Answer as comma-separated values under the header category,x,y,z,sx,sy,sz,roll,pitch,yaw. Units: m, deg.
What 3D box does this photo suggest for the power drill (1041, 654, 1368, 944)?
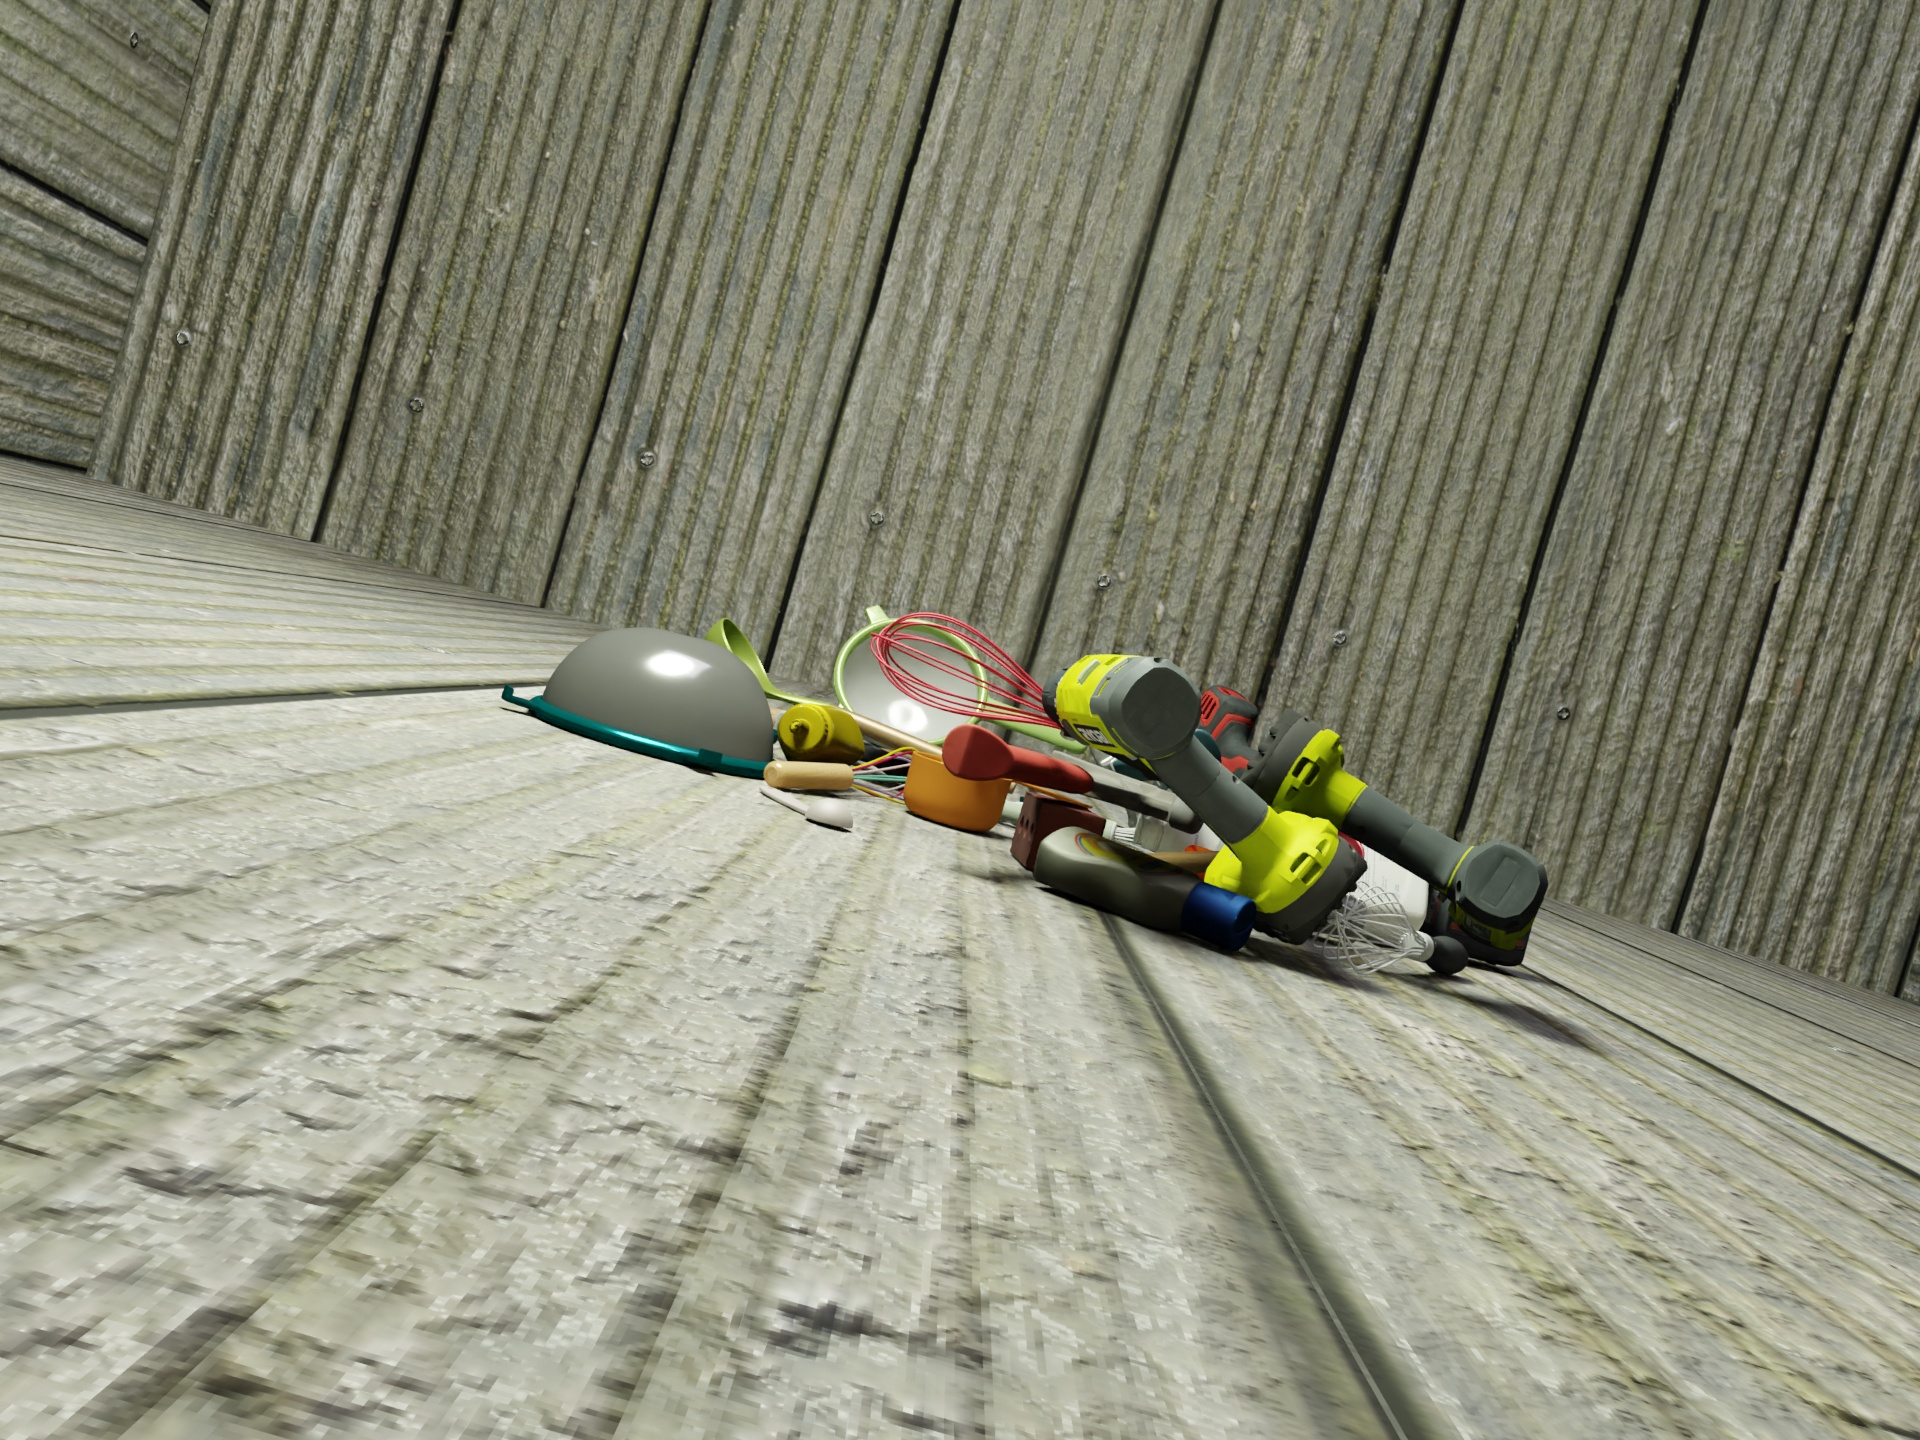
category,x,y,z,sx,sy,sz,roll,pitch,yaw
power drill,0.155,0.042,1.097,0.228,0.080,0.190,45,-8,-13

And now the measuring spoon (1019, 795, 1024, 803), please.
category,x,y,z,sx,sy,sz,roll,pitch,yaw
measuring spoon,0.086,0.099,1.638,0.042,0.021,0.128,16,-7,14

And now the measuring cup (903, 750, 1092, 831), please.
category,x,y,z,sx,sy,sz,roll,pitch,yaw
measuring cup,0.032,0.073,1.362,0.173,0.052,0.095,17,1,-23

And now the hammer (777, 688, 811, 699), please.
category,x,y,z,sx,sy,sz,roll,pitch,yaw
hammer,-0.116,-0.007,1.637,0.409,0.036,0.149,16,4,17

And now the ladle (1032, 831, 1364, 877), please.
category,x,y,z,sx,sy,sz,roll,pitch,yaw
ladle,0.185,0.108,1.213,0.315,0.031,0.069,0,34,-33

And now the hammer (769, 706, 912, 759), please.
category,x,y,z,sx,sy,sz,roll,pitch,yaw
hammer,-0.180,0.005,1.811,0.331,0.031,0.130,15,2,-27

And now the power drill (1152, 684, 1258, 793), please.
category,x,y,z,sx,sy,sz,roll,pitch,yaw
power drill,0.268,0.088,1.585,0.080,0.188,0.227,21,18,-32

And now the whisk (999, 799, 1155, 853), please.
category,x,y,z,sx,sy,sz,roll,pitch,yaw
whisk,0.147,0.105,1.457,0.246,0.059,0.057,12,-11,13

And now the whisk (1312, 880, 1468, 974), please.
category,x,y,z,sx,sy,sz,roll,pitch,yaw
whisk,0.330,0.166,1.185,0.070,0.070,0.284,17,-3,36

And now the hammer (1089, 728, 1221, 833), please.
category,x,y,z,sx,sy,sz,roll,pitch,yaw
hammer,0.176,0.041,1.440,0.033,0.128,0.331,-28,-1,-9

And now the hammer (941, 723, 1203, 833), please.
category,x,y,z,sx,sy,sz,roll,pitch,yaw
hammer,0.069,0.039,1.213,0.149,0.037,0.358,18,1,27

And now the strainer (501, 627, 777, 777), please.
category,x,y,z,sx,sy,sz,roll,pitch,yaw
strainer,-0.221,-0.024,1.366,0.211,0.095,0.340,16,3,16

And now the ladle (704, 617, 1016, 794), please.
category,x,y,z,sx,sy,sz,roll,pitch,yaw
ladle,-0.093,-0.010,1.464,0.320,0.062,0.078,22,6,7

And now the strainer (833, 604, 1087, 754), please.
category,x,y,z,sx,sy,sz,roll,pitch,yaw
strainer,-0.002,-0.005,1.555,0.256,0.152,0.069,19,-34,-2

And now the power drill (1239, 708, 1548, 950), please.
category,x,y,z,sx,sy,sz,roll,pitch,yaw
power drill,0.322,0.090,1.181,0.223,0.080,0.171,33,-5,22

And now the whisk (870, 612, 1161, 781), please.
category,x,y,z,sx,sy,sz,roll,pitch,yaw
whisk,0.066,-0.007,1.219,0.296,0.073,0.073,24,2,1

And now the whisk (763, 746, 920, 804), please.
category,x,y,z,sx,sy,sz,roll,pitch,yaw
whisk,-0.088,0.044,1.332,0.051,0.047,0.244,19,6,29

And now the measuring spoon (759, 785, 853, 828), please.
category,x,y,z,sx,sy,sz,roll,pitch,yaw
measuring spoon,-0.113,0.055,1.139,0.034,0.018,0.124,15,2,-34

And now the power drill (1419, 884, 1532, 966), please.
category,x,y,z,sx,sy,sz,roll,pitch,yaw
power drill,0.434,0.169,1.516,0.164,0.084,0.227,16,-2,-28

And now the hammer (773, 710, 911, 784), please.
category,x,y,z,sx,sy,sz,roll,pitch,yaw
hammer,-0.066,0.044,1.594,0.146,0.035,0.335,14,3,-27
